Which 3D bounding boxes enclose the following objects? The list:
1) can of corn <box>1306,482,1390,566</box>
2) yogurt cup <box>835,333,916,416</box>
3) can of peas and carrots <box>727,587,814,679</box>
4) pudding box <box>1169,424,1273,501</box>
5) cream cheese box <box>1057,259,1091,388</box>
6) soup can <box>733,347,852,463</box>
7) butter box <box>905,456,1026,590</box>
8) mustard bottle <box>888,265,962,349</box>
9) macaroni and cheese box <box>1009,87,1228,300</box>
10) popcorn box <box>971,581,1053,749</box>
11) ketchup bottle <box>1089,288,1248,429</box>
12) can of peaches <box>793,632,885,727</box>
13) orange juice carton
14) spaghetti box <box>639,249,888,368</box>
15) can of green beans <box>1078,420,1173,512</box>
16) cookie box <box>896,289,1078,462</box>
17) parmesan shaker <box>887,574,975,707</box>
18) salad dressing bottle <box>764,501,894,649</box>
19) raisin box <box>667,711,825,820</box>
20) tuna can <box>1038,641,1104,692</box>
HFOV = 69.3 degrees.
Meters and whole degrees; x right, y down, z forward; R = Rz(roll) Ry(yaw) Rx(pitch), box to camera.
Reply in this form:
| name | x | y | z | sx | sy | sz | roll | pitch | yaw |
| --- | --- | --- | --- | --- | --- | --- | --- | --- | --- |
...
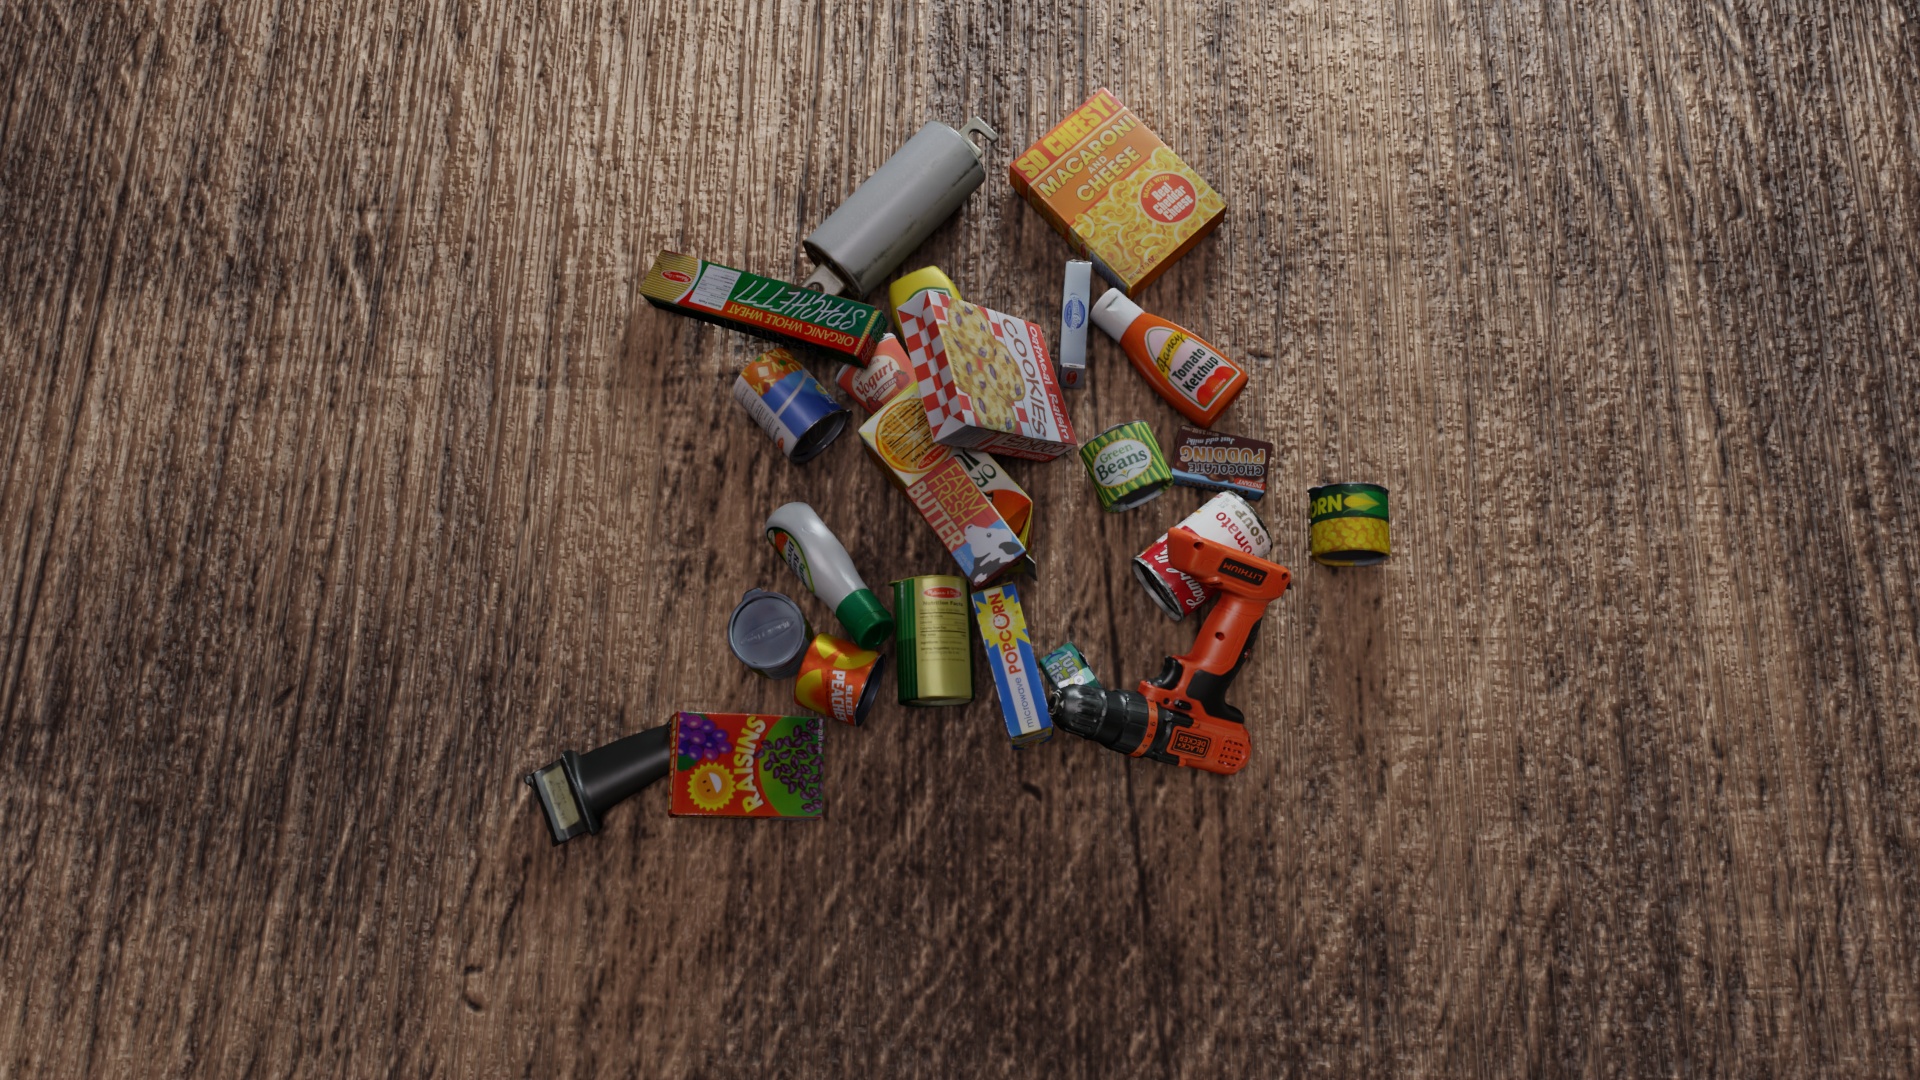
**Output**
| name | x | y | z | sx | sy | sz | roll | pitch | yaw |
| --- | --- | --- | --- | --- | --- | --- | --- | --- | --- |
| can of corn | 0.330 | -0.013 | 1.185 | 0.071 | 0.071 | 0.058 | 1 | 76 | 3 |
| yogurt cup | -0.070 | -0.144 | 1.243 | 0.072 | 0.072 | 0.054 | -39 | 85 | -7 |
| can of peas and carrots | -0.162 | 0.080 | 1.188 | 0.071 | 0.058 | 0.071 | -1 | 74 | 3 |
| pudding box | 0.229 | -0.068 | 1.225 | 0.084 | 0.030 | 0.050 | 12 | 77 | 6 |
| cream cheese box | 0.102 | -0.194 | 1.253 | 0.024 | 0.053 | 0.104 | 4 | 75 | 1 |
| soup can | -0.150 | -0.122 | 1.240 | 0.071 | 0.071 | 0.084 | -41 | 77 | -8 |
| butter box | 0.004 | -0.014 | 1.148 | 0.053 | 0.024 | 0.103 | -35 | 76 | -6 |
| mustard bottle | -0.010 | -0.169 | 1.254 | 0.065 | 0.048 | 0.160 | -26 | 75 | -1 |
| macaroni and cheese box | 0.145 | -0.322 | 1.293 | 0.124 | 0.040 | 0.166 | -41 | 77 | -8 |
| popcorn box | 0.044 | 0.106 | 1.157 | 0.038 | 0.085 | 0.127 | -15 | 75 | 0 |
| ketchup bottle | 0.183 | -0.168 | 1.247 | 0.149 | 0.043 | 0.065 | 41 | 80 | 13 |
| can of peaches | -0.102 | 0.118 | 1.169 | 0.058 | 0.071 | 0.071 | 20 | 77 | 9 |
| orange juice carton | 0.002 | -0.041 | 1.207 | 0.073 | 0.071 | 0.193 | -41 | 77 | -8 |
| spaghetti box | -0.179 | -0.209 | 1.246 | 0.250 | 0.028 | 0.050 | 19 | 77 | 26 |
| can of green beans | 0.144 | -0.064 | 1.209 | 0.071 | 0.071 | 0.058 | -22 | 75 | -3 |
| cookie box | 0.025 | -0.137 | 1.189 | 0.040 | 0.168 | 0.123 | -26 | 72 | 33 |
| parmesan shaker | -0.025 | 0.086 | 1.176 | 0.071 | 0.071 | 0.103 | -3 | 75 | 2 |
| salad dressing bottle | -0.111 | 0.030 | 1.185 | 0.044 | 0.064 | 0.148 | -27 | 57 | -25 |
| raisin box | -0.177 | 0.187 | 1.150 | 0.123 | 0.040 | 0.086 | 5 | 75 | -18 |
| tuna can | 0.095 | 0.119 | 1.159 | 0.033 | 0.071 | 0.071 | -31 | 76 | -4 |
